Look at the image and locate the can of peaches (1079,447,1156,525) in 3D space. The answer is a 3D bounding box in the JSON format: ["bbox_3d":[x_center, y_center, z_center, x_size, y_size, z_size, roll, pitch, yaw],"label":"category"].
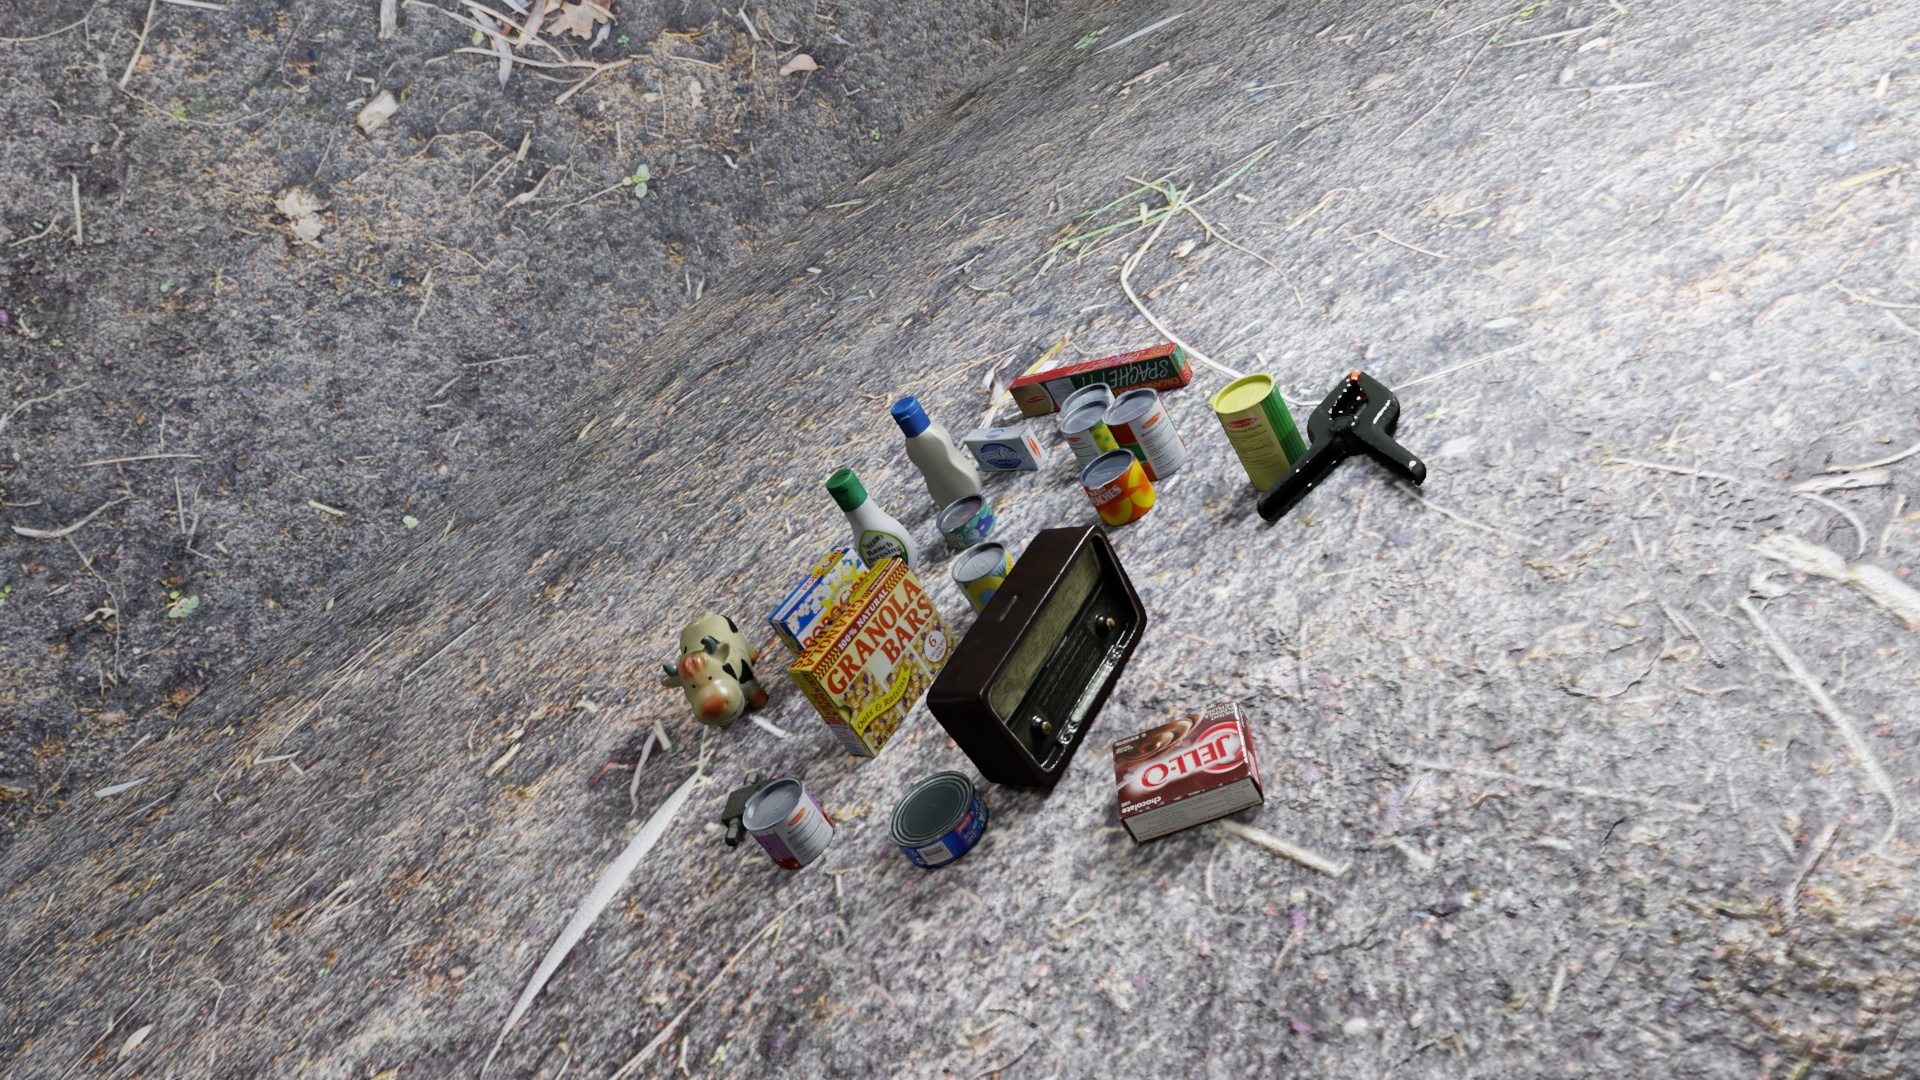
[{"bbox_3d":[0.169,-0.056,1.501,0.071,0.058,0.071,-25,28,15],"label":"can of peaches"}]

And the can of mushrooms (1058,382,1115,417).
[{"bbox_3d":[0.158,-0.161,1.713,0.071,0.033,0.071,-25,28,14],"label":"can of mushrooms"}]

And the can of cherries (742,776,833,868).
[{"bbox_3d":[-0.164,0.268,1.319,0.071,0.058,0.072,-25,28,15],"label":"can of cherries"}]

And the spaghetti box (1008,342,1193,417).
[{"bbox_3d":[0.173,-0.199,1.742,0.249,0.050,0.029,-8,36,40],"label":"spaghetti box"}]

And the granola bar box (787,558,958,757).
[{"bbox_3d":[-0.085,0.117,1.410,0.039,0.124,0.166,-3,39,45],"label":"granola bar box"}]

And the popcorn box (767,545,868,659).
[{"bbox_3d":[-0.151,0.079,1.586,0.038,0.085,0.127,1,42,48],"label":"popcorn box"}]

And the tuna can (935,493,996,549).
[{"bbox_3d":[0.006,-0.021,1.643,0.071,0.032,0.071,-25,28,14],"label":"tuna can"}]

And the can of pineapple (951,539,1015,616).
[{"bbox_3d":[0.034,0.042,1.482,0.071,0.057,0.071,-25,28,15],"label":"can of pineapple"}]

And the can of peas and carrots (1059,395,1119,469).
[{"bbox_3d":[0.159,-0.125,1.624,0.071,0.058,0.071,-25,28,15],"label":"can of peas and carrots"}]

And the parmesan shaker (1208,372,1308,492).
[{"bbox_3d":[0.302,-0.108,1.397,0.071,0.102,0.071,-25,28,15],"label":"parmesan shaker"}]

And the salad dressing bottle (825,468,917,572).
[{"bbox_3d":[-0.105,-0.017,1.629,0.064,0.147,0.044,-24,28,17],"label":"salad dressing bottle"}]

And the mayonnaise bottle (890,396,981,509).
[{"bbox_3d":[-0.033,-0.109,1.704,0.064,0.147,0.041,-22,29,21],"label":"mayonnaise bottle"}]

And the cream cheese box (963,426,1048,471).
[{"bbox_3d":[0.055,-0.113,1.720,0.103,0.053,0.024,2,43,48],"label":"cream cheese box"}]

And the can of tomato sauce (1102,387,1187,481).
[{"bbox_3d":[0.204,-0.117,1.537,0.071,0.083,0.071,-25,28,15],"label":"can of tomato sauce"}]
